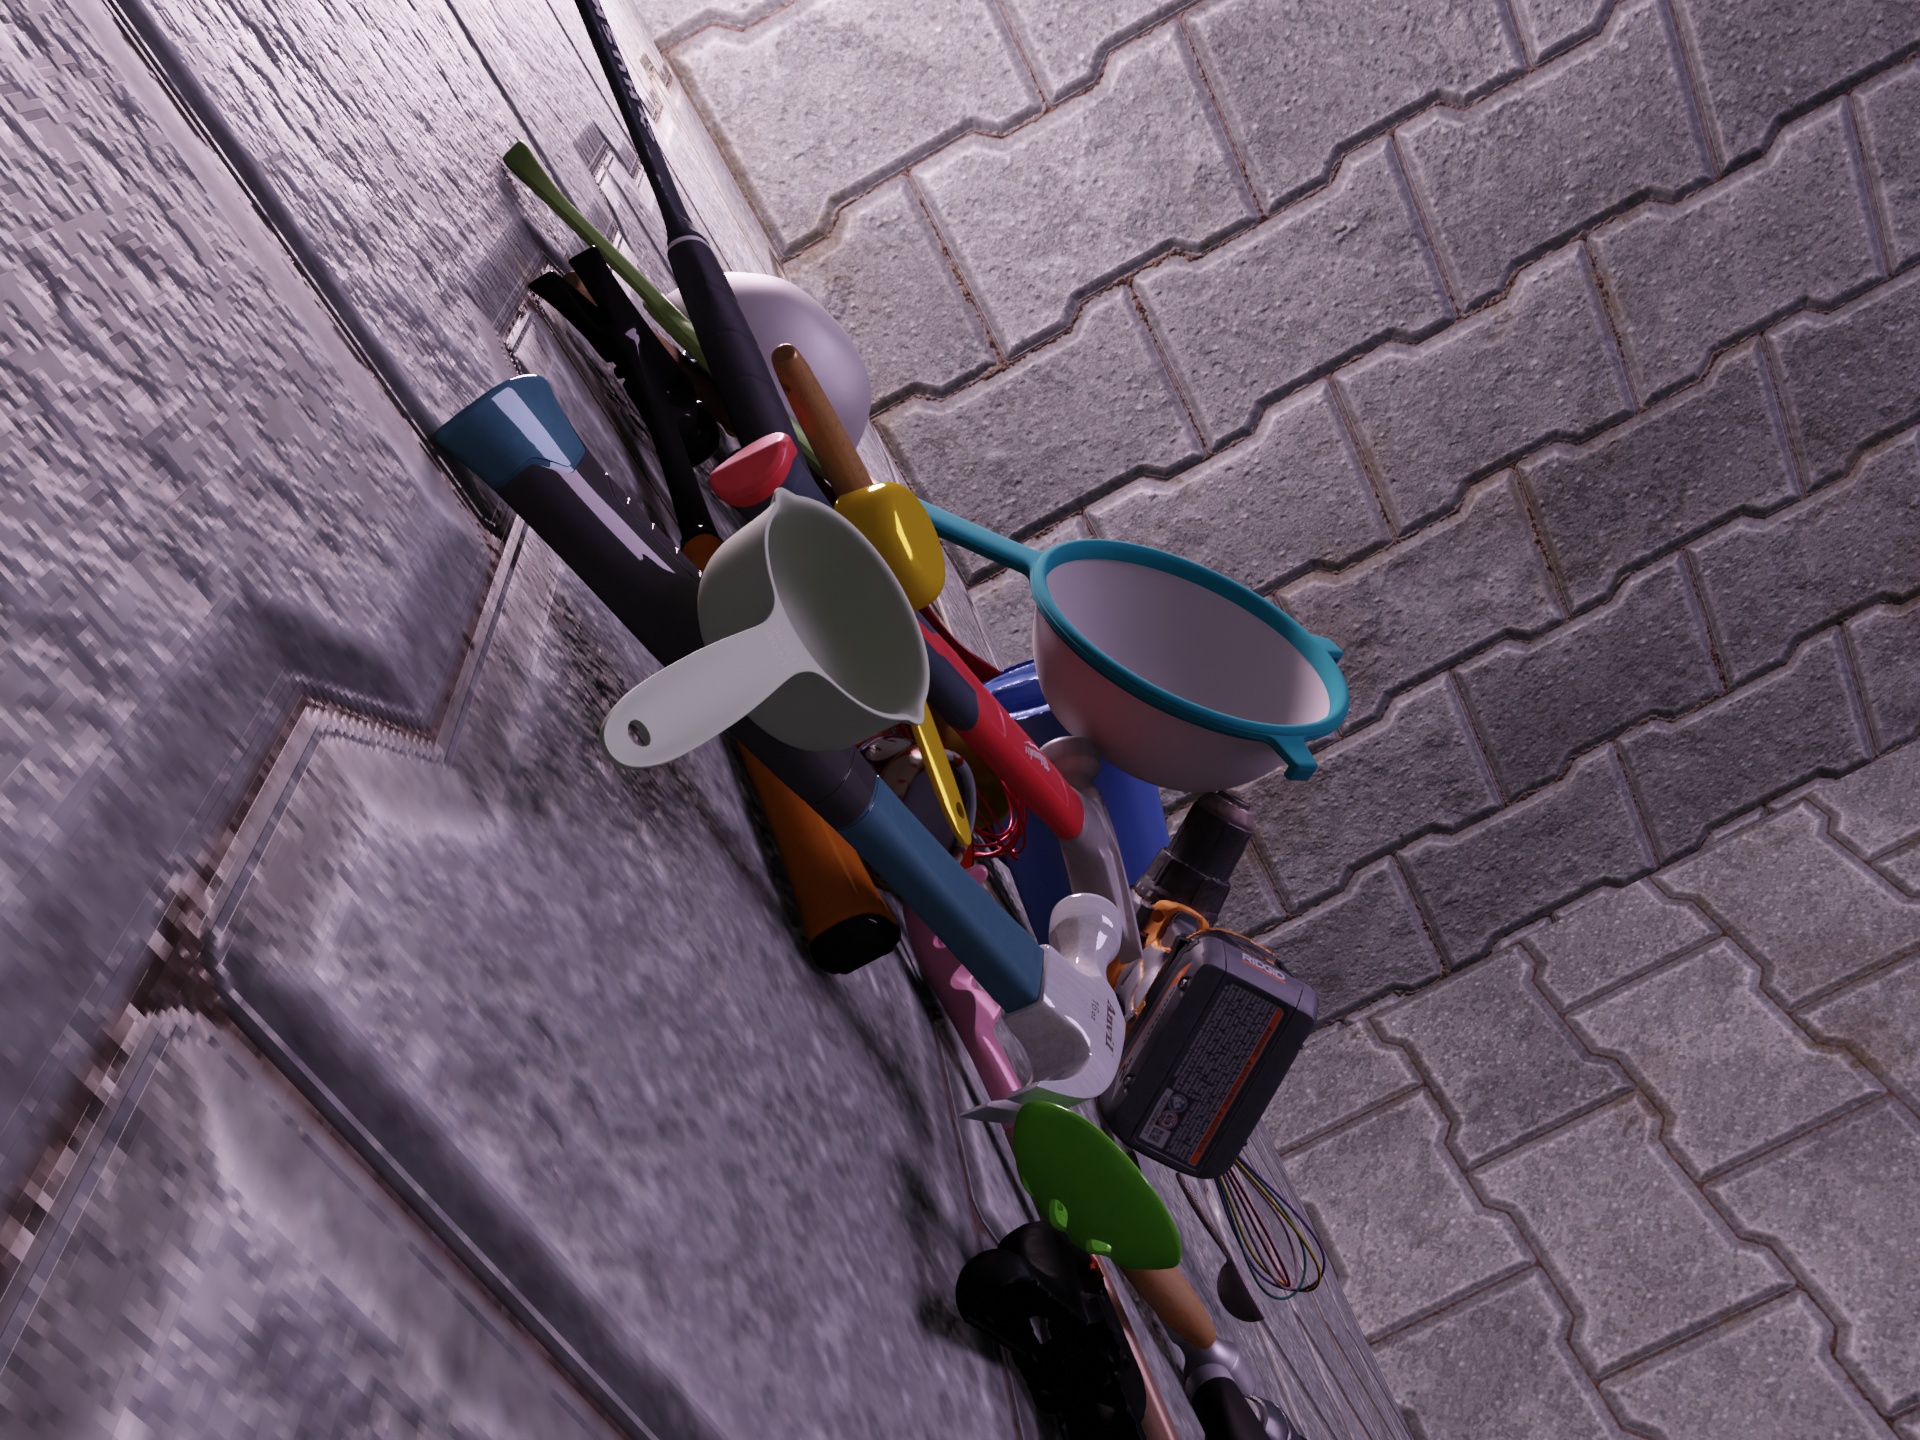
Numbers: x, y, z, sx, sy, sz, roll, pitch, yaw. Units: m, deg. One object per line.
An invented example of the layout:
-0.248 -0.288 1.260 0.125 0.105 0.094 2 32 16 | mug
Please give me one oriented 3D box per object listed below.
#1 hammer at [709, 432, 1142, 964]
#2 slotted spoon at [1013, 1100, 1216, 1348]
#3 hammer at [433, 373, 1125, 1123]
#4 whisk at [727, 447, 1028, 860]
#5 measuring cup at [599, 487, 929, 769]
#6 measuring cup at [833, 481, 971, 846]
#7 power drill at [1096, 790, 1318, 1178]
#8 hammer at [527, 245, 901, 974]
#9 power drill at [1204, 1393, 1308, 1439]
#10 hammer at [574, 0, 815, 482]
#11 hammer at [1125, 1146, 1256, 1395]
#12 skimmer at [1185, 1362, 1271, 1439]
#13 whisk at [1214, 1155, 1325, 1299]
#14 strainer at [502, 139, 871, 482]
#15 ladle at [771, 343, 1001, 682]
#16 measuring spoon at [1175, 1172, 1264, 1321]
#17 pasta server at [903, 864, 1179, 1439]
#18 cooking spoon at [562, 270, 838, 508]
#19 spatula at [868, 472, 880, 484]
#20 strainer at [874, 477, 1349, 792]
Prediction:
-0.001 -0.002 0.774 0.385 0.038 0.143 46 27 -52 | hammer
0.074 0.215 0.623 0.070 0.031 0.313 32 -16 30 | slotted spoon
-0.044 0.017 0.534 0.330 0.033 0.128 49 28 -26 | hammer
-0.052 -0.039 0.938 0.296 0.073 0.073 55 5 4 | whisk
-0.063 -0.013 0.447 0.083 0.038 0.167 59 28 -5 | measuring cup
-0.012 -0.026 0.653 0.062 0.029 0.156 10 60 -69 | measuring cup
0.133 0.141 0.919 0.084 0.185 0.226 28 6 -7 | power drill
-0.096 -0.048 0.645 0.337 0.034 0.127 65 5 33 | hammer
0.176 0.414 0.667 0.190 0.080 0.229 61 2 -22 | power drill
-0.135 -0.239 0.750 0.149 0.036 0.409 -53 121 -75 | hammer
0.110 0.264 1.017 0.144 0.035 0.405 61 5 -9 | hammer
0.156 0.386 0.554 0.364 0.127 0.090 -126 -150 -64 | skimmer
0.175 0.300 1.099 0.245 0.051 0.047 58 -15 -7 | whisk
-0.129 -0.229 0.850 0.256 0.069 0.152 42 5 -42 | strainer
-0.036 -0.086 0.774 0.069 0.031 0.315 32 -12 23 | ladle
0.138 0.293 0.890 0.034 0.018 0.124 61 -2 -21 | measuring spoon
0.044 0.198 0.690 0.316 0.040 0.060 65 12 17 | pasta server
-0.132 -0.173 0.885 0.069 0.017 0.318 43 4 21 | cooking spoon
-0.097 -0.173 1.015 0.059 0.018 0.316 54 -6 -32 | spatula
0.070 -0.048 1.002 0.340 0.095 0.211 25 29 6 | strainer
